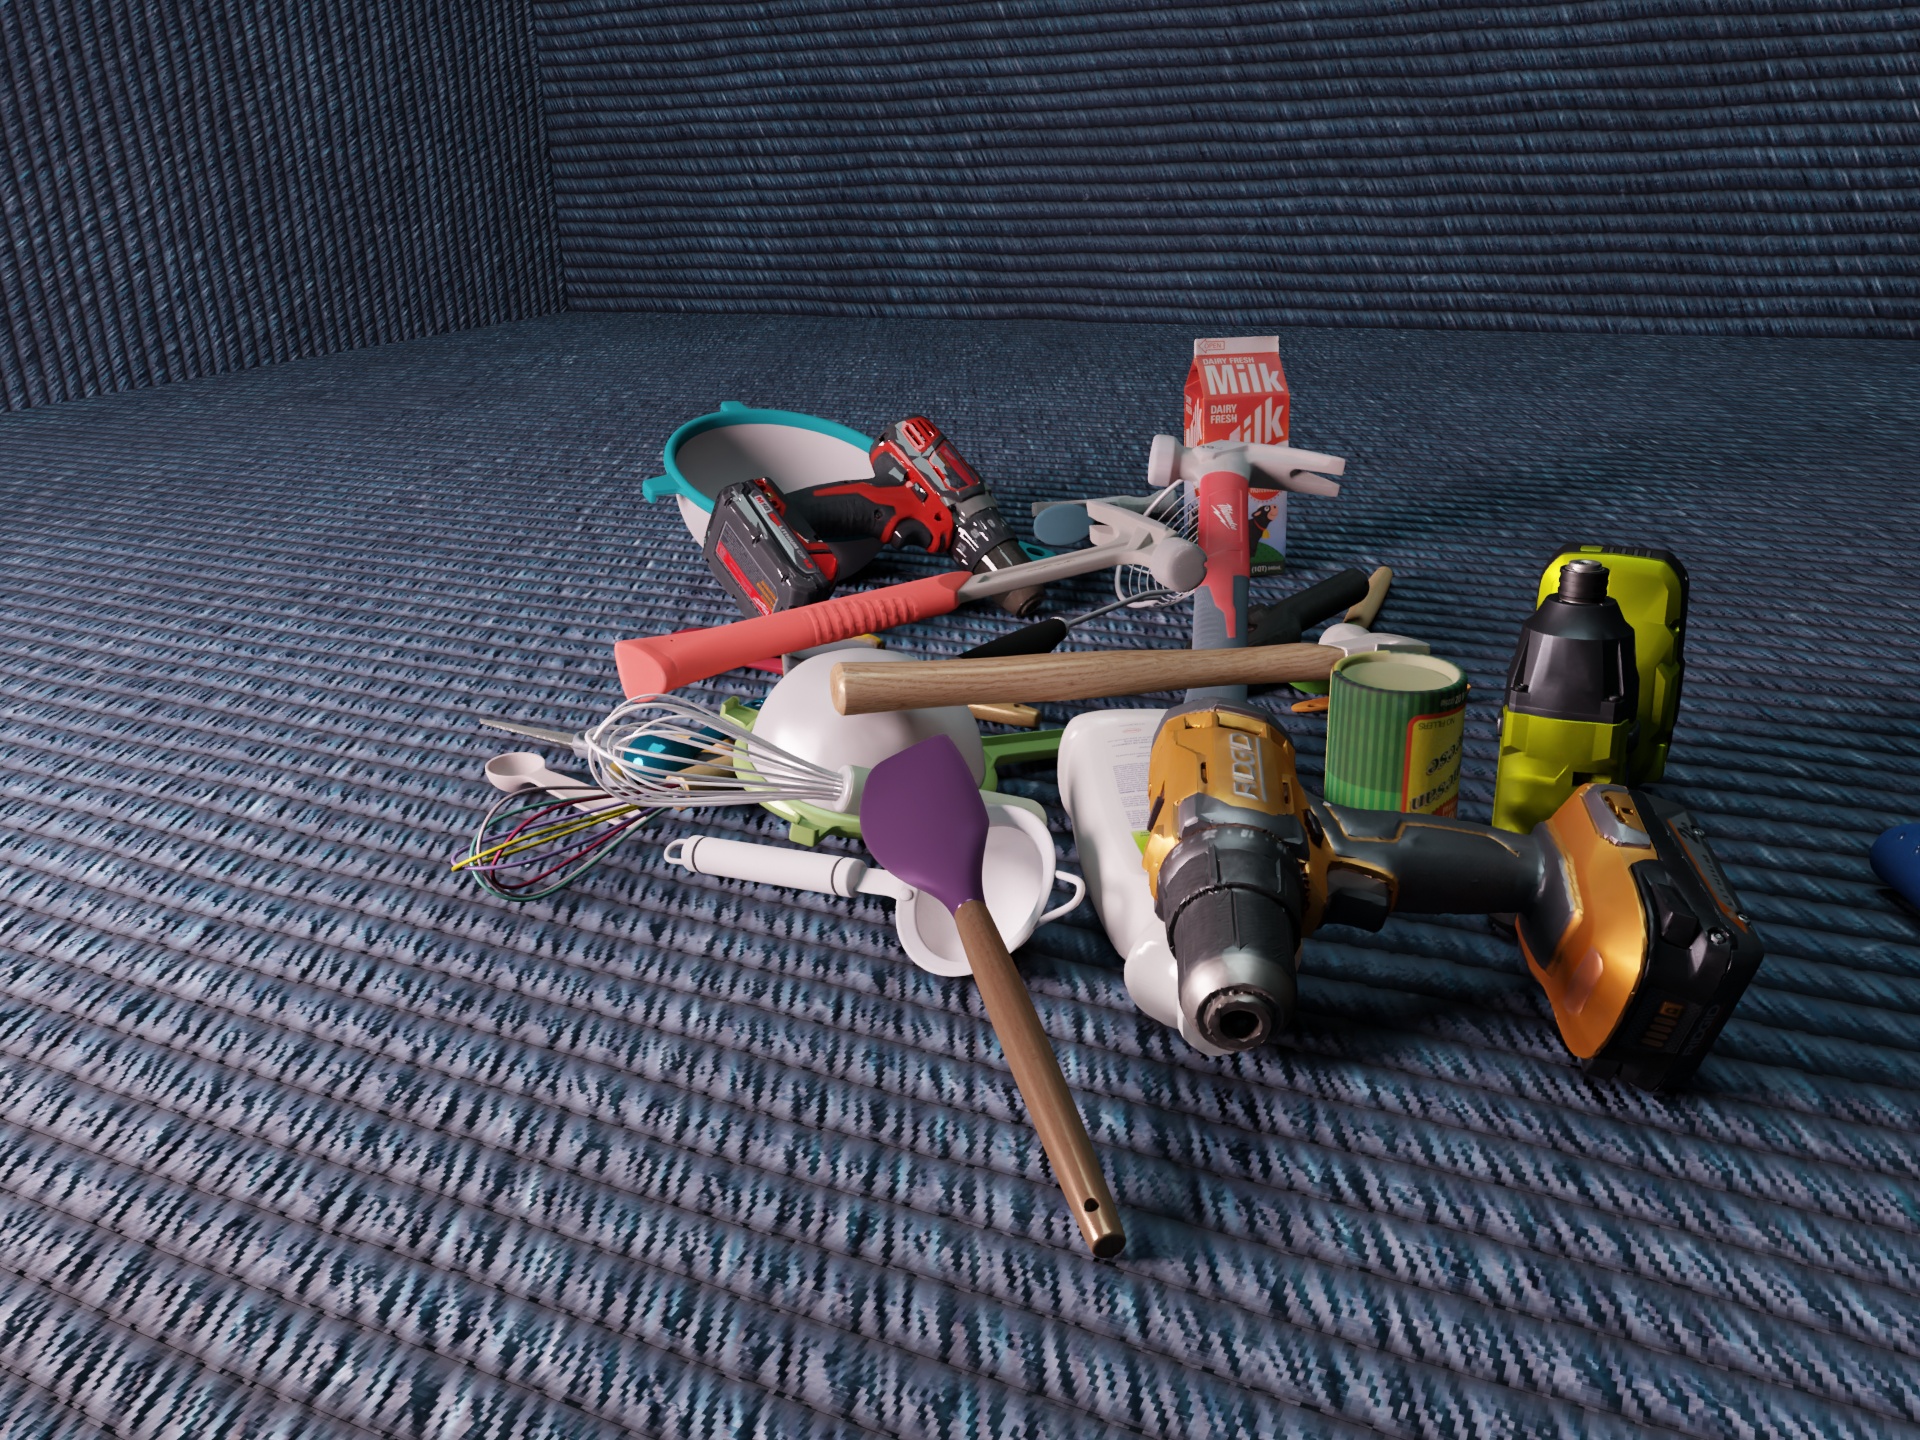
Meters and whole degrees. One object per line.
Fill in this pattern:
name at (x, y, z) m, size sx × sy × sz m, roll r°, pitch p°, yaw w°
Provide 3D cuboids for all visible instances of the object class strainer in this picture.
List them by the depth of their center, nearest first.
strainer at (-0.045, 0.077, 0.770) m, size 0.258 × 0.050 × 0.087 m, roll 5°, pitch 62°, yaw 33°
strainer at (-0.001, -0.003, 0.910) m, size 0.256 × 0.069 × 0.152 m, roll -5°, pitch 30°, yaw -23°
strainer at (-0.088, -0.154, 1.340) m, size 0.340 × 0.095 × 0.211 m, roll 19°, pitch 35°, yaw 4°

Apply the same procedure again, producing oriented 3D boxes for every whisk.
whisk at (-0.066, 0.033, 0.799) m, size 0.246 × 0.057 × 0.059 m, roll 12°, pitch 15°, yaw -22°
whisk at (-0.167, 0.045, 0.863) m, size 0.051 × 0.047 × 0.245 m, roll 44°, pitch 36°, yaw 20°

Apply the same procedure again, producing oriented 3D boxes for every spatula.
spatula at (0.009, 0.097, 0.663) m, size 0.060 × 0.018 × 0.316 m, roll -27°, pitch 35°, yaw 0°

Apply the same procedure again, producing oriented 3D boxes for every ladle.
ladle at (-0.087, -0.029, 1.076) m, size 0.315 × 0.031 × 0.069 m, roll 12°, pitch 24°, yaw 28°

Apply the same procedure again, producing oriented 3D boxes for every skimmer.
skimmer at (0.088, -0.104, 1.146) m, size 0.127 × 0.090 × 0.363 m, roll -33°, pitch -6°, yaw 42°

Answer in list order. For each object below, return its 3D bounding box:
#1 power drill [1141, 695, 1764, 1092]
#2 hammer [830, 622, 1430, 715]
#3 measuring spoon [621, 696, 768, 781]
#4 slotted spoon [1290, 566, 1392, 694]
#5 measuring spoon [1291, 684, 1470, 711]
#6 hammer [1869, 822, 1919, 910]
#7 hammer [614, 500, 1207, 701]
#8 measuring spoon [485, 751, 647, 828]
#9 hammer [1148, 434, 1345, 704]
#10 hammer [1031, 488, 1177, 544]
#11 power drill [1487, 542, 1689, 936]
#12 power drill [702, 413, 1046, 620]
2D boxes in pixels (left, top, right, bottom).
power drill at (0.182, 0.075, 0.619) m, size 0.226 × 0.084 × 0.185 m, roll 14°, pitch 30°, yaw 0°
hammer at (0.096, -0.026, 0.856) m, size 0.331 × 0.031 × 0.130 m, roll -4°, pitch 8°, yaw -12°
measuring spoon at (-0.153, 0.002, 0.952) m, size 0.042 × 0.021 × 0.128 m, roll 12°, pitch 28°, yaw 30°
slotted spoon at (0.287, -0.070, 1.144) m, size 0.070 × 0.031 × 0.314 m, roll -13°, pitch 13°, yaw 25°
measuring spoon at (0.270, -0.012, 1.020) m, size 0.117 × 0.011 × 0.021 m, roll -7°, pitch 15°, yaw -3°
hammer at (0.433, 0.135, 0.571) m, size 0.144 × 0.035 × 0.406 m, roll 0°, pitch 21°, yaw 5°
hammer at (-0.036, -0.075, 0.987) m, size 0.359 × 0.036 × 0.149 m, roll -15°, pitch 23°, yaw -18°
measuring spoon at (-0.225, 0.046, 0.914) m, size 0.124 × 0.018 × 0.034 m, roll 20°, pitch 29°, yaw 31°
hammer at (0.187, -0.084, 1.043) m, size 0.143 × 0.038 × 0.387 m, roll 7°, pitch 37°, yaw 5°
hammer at (0.107, -0.170, 1.330) m, size 0.128 × 0.033 × 0.331 m, roll -5°, pitch 8°, yaw 12°
power drill at (0.310, -0.010, 0.786) m, size 0.080 × 0.171 × 0.223 m, roll 8°, pitch 20°, yaw 25°
power drill at (-0.058, -0.130, 1.204) m, size 0.226 × 0.080 × 0.188 m, roll -26°, pitch 70°, yaw -34°
